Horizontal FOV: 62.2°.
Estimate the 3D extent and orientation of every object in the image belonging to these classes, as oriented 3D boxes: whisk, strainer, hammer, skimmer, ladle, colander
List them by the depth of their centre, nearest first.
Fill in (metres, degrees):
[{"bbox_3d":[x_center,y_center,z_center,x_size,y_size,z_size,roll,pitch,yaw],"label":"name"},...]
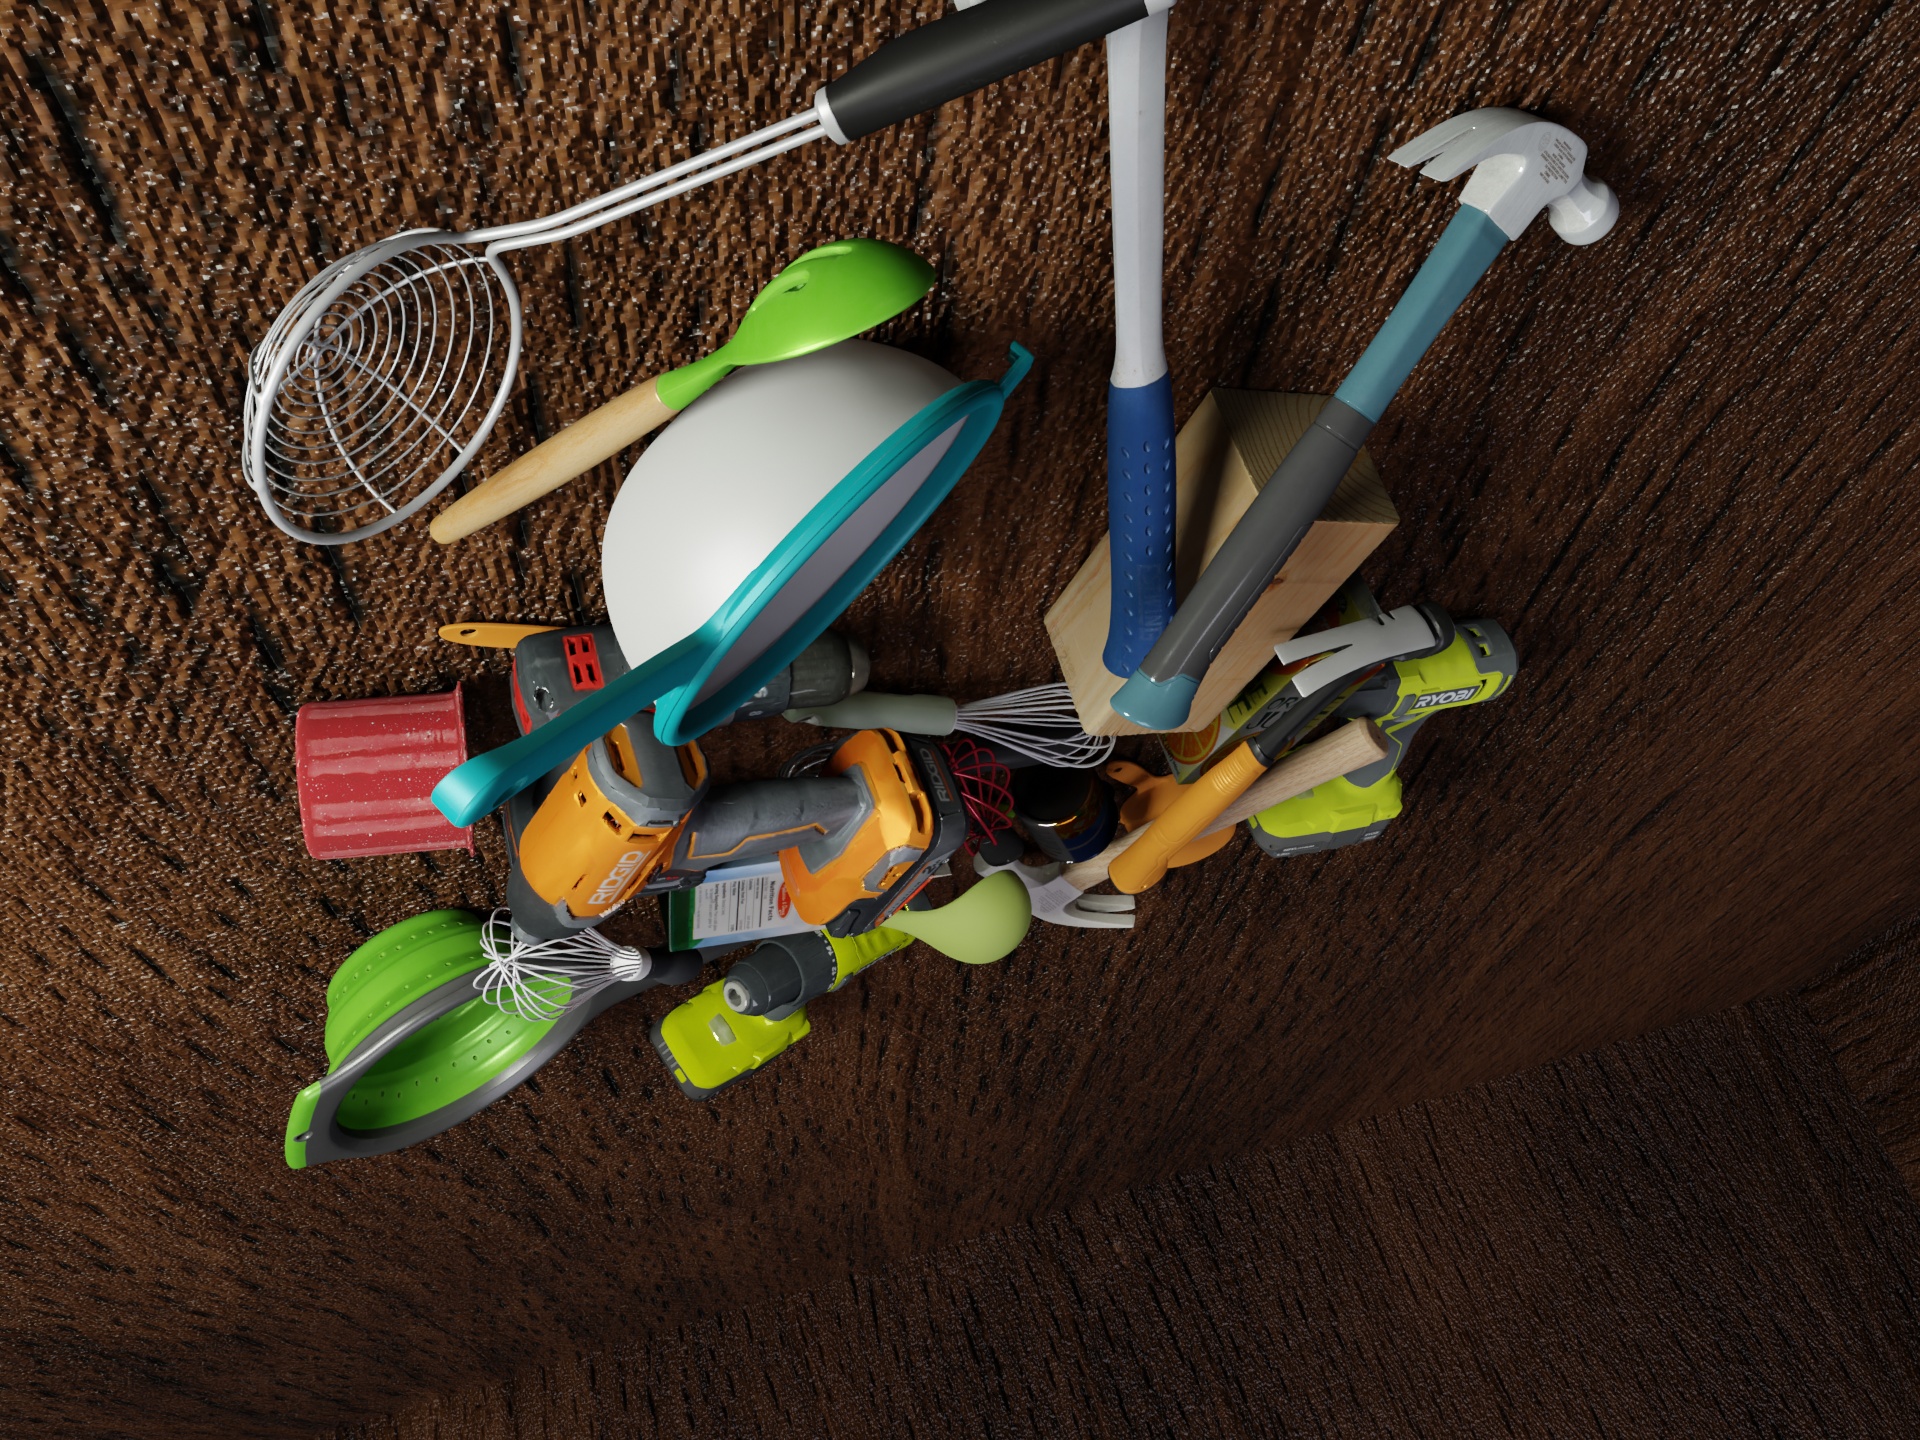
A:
[{"bbox_3d":[-0.091,-0.162,0.559,0.363,0.090,0.127,-18,175,14],"label":"skimmer"},{"bbox_3d":[-0.112,-0.068,0.639,0.211,0.095,0.340,-47,178,37],"label":"strainer"},{"bbox_3d":[0.084,-0.161,0.696,0.144,0.035,0.405,-17,142,-6],"label":"hammer"},{"bbox_3d":[0.178,-0.133,0.748,0.128,0.033,0.331,21,108,-45],"label":"hammer"},{"bbox_3d":[-0.218,0.152,0.990,0.070,0.070,0.284,-23,167,8],"label":"whisk"},{"bbox_3d":[-0.002,-0.003,1.011,0.246,0.059,0.058,5,162,-30],"label":"whisk"},{"bbox_3d":[0.176,0.035,1.032,0.127,0.034,0.336,-16,158,-32],"label":"hammer"},{"bbox_3d":[0.012,0.067,1.053,0.073,0.073,0.295,-21,165,4],"label":"whisk"},{"bbox_3d":[-0.015,0.027,1.061,0.239,0.055,0.055,-10,152,-27],"label":"whisk"},{"bbox_3d":[-0.295,0.171,1.119,0.397,0.095,0.204,-21,153,-40],"label":"colander"},{"bbox_3d":[-0.101,0.122,1.130,0.320,0.062,0.078,10,125,-15],"label":"ladle"},{"bbox_3d":[0.172,0.079,1.196,0.331,0.031,0.130,-29,128,34],"label":"hammer"}]

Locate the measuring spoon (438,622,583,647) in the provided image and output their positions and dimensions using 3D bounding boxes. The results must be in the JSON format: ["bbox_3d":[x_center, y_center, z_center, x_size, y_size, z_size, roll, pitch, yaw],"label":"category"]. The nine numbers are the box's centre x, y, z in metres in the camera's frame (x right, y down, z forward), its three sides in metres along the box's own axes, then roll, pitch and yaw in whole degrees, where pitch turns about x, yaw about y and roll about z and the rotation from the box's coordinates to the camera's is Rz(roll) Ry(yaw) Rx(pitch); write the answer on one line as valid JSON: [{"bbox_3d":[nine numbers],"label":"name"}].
[{"bbox_3d":[-0.212,-0.047,0.831,0.117,0.011,0.021,1,152,-27],"label":"measuring spoon"}]

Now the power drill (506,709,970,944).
[{"bbox_3d":[-0.126,0.068,0.852,0.226,0.084,0.164,4,141,-41],"label":"power drill"}]

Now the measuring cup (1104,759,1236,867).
[{"bbox_3d":[0.158,0.072,1.245,0.095,0.052,0.173,-29,154,19],"label":"measuring cup"}]

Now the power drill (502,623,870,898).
[{"bbox_3d":[-0.163,0.017,0.897,0.188,0.080,0.226,-6,152,-25],"label":"power drill"}]

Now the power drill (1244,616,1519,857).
[{"bbox_3d":[0.297,0.012,1.204,0.171,0.080,0.223,-9,148,-19],"label":"power drill"}]

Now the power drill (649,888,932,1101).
[{"bbox_3d":[-0.145,0.208,1.229,0.190,0.080,0.228,-24,166,-48],"label":"power drill"}]

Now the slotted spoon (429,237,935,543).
[{"bbox_3d":[-0.130,-0.119,0.624,0.314,0.070,0.031,-17,119,43],"label":"slotted spoon"}]
